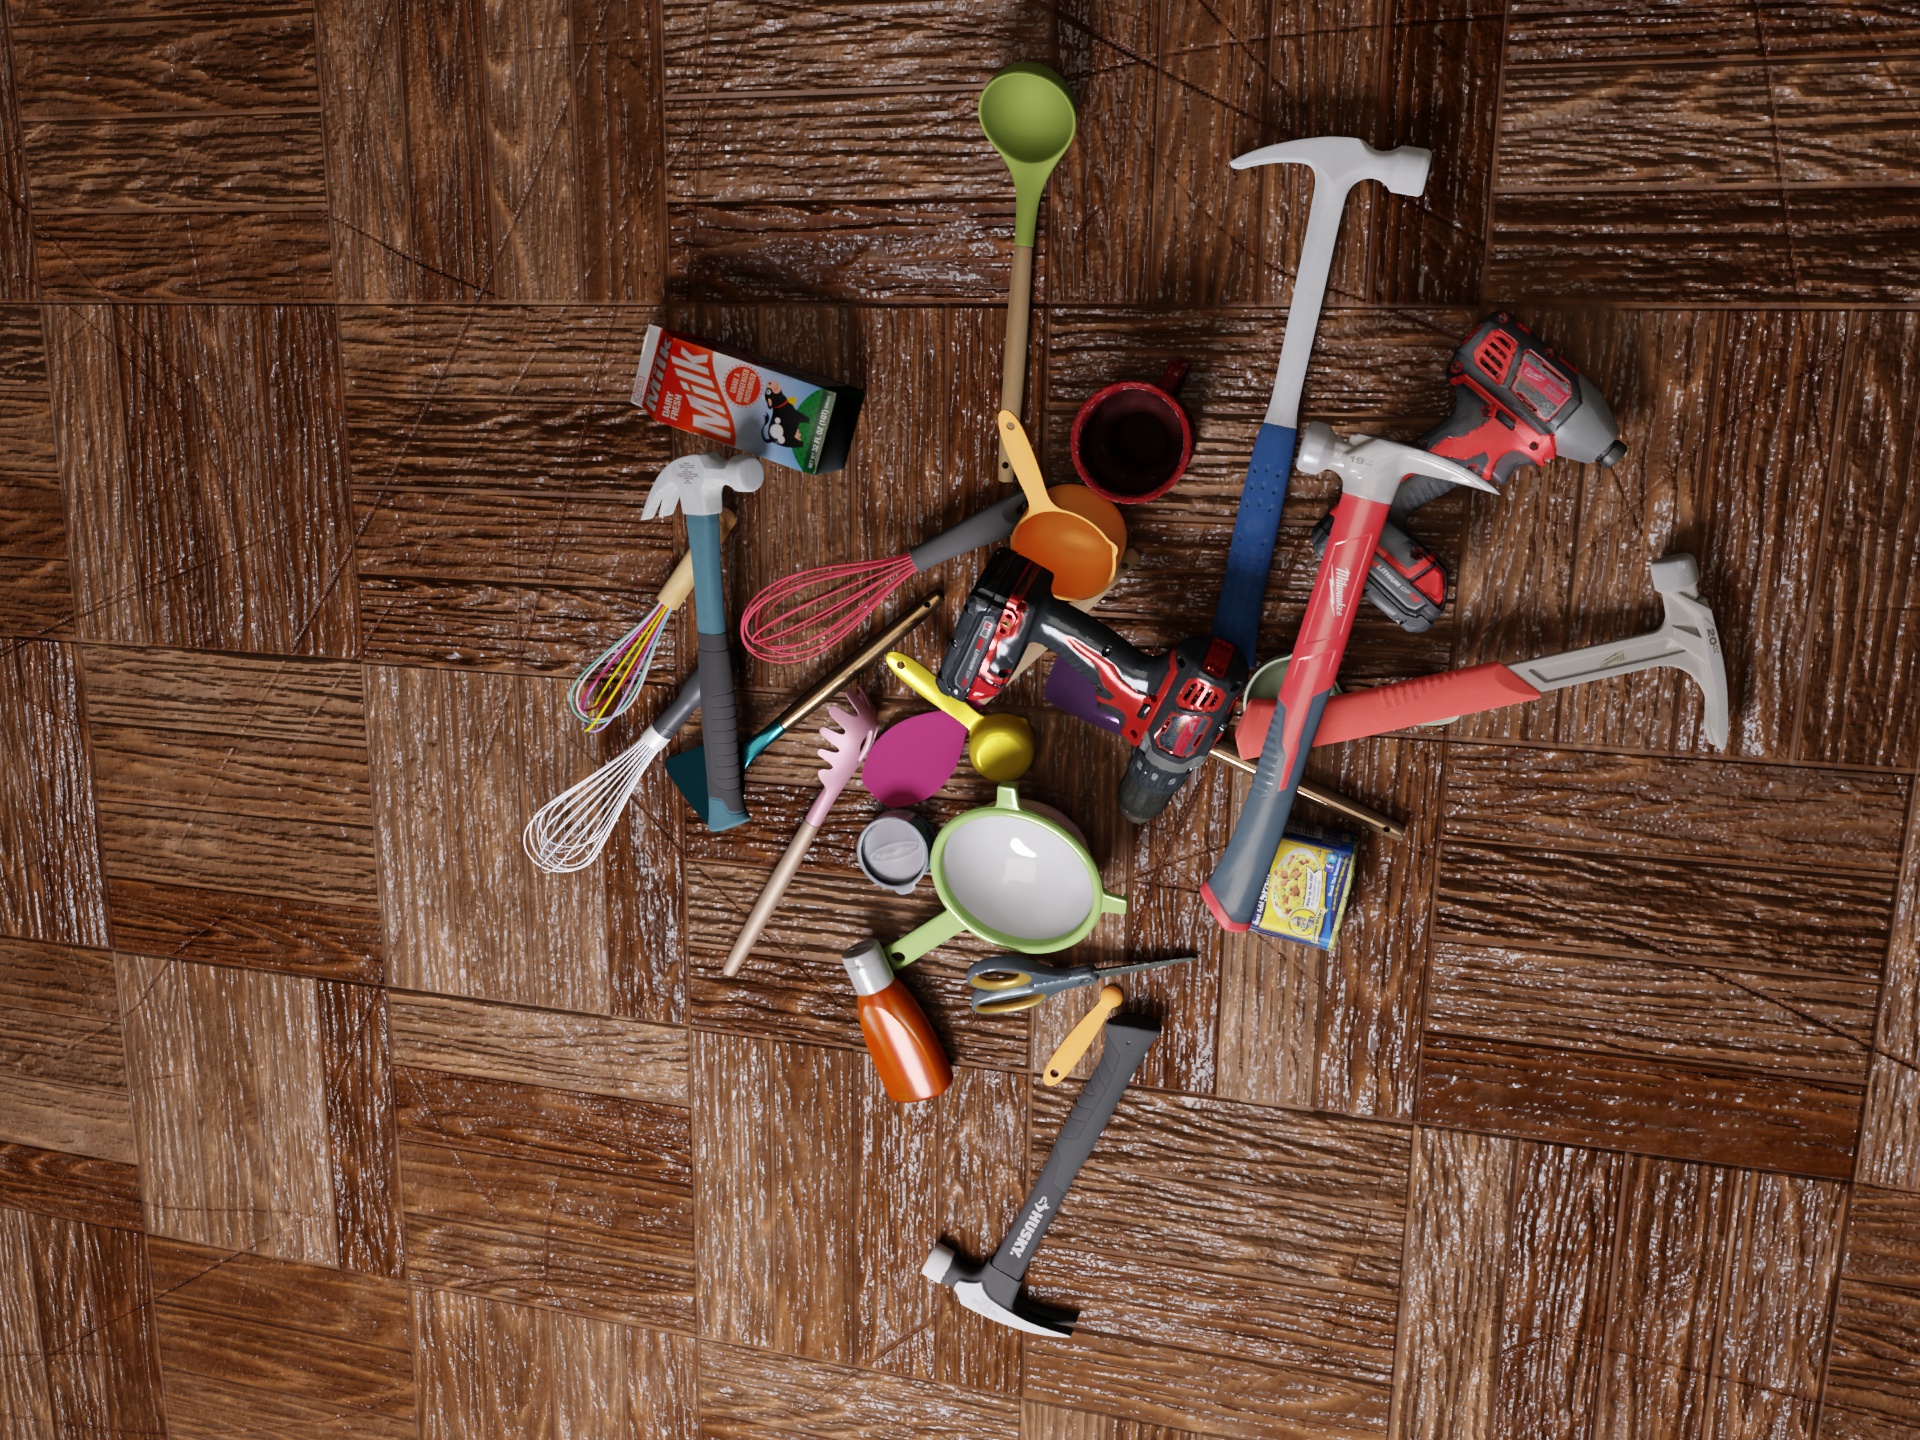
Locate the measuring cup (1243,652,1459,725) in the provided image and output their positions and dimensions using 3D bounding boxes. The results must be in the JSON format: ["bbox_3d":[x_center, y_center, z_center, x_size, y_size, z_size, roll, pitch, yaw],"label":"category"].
[{"bbox_3d":[0.309,-0.013,1.267,0.167,0.038,0.083,4,102,6],"label":"measuring cup"}]

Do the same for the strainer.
[{"bbox_3d":[0.022,0.144,1.376,0.151,0.069,0.256,45,128,-10],"label":"strainer"}]

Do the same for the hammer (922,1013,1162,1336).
[{"bbox_3d":[0.095,0.403,1.420,0.146,0.035,0.334,28,108,9],"label":"hammer"}]

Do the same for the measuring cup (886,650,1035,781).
[{"bbox_3d":[-0.002,-0.004,1.334,0.156,0.029,0.062,38,111,-16],"label":"measuring cup"}]

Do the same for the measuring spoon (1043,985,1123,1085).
[{"bbox_3d":[0.106,0.280,1.401,0.021,0.011,0.117,36,109,6],"label":"measuring spoon"}]

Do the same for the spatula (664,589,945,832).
[{"bbox_3d":[-0.135,-0.016,1.400,0.317,0.044,0.082,-38,89,15],"label":"spatula"}]

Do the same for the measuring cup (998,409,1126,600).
[{"bbox_3d":[0.073,-0.178,1.249,0.095,0.052,0.173,-6,125,31],"label":"measuring cup"}]

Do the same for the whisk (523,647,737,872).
[{"bbox_3d":[-0.295,0.037,1.443,0.070,0.070,0.284,45,105,3],"label":"whisk"}]

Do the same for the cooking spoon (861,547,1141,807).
[{"bbox_3d":[0.034,-0.035,1.348,0.068,0.017,0.319,45,111,-6],"label":"cooking spoon"}]

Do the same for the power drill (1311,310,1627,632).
[{"bbox_3d":[0.379,-0.178,1.188,0.143,0.078,0.219,41,107,4],"label":"power drill"}]

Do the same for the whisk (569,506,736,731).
[{"bbox_3d":[-0.274,-0.089,1.415,0.051,0.047,0.245,38,105,6],"label":"whisk"}]

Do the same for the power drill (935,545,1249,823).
[{"bbox_3d":[0.099,-0.021,1.277,0.226,0.080,0.187,25,133,3],"label":"power drill"}]

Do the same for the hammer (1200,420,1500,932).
[{"bbox_3d":[0.272,-0.017,1.186,0.143,0.038,0.386,17,105,9],"label":"hammer"}]

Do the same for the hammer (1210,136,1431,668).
[{"bbox_3d":[0.244,-0.241,1.232,0.144,0.035,0.405,13,106,13],"label":"hammer"}]

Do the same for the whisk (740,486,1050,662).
[{"bbox_3d":[-0.055,-0.126,1.336,0.296,0.073,0.073,-24,95,13],"label":"whisk"}]

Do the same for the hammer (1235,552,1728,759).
[{"bbox_3d":[0.391,-0.014,1.216,0.359,0.037,0.149,-13,98,10],"label":"hammer"}]

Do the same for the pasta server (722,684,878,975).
[{"bbox_3d":[-0.149,0.106,1.420,0.040,0.060,0.316,36,115,12],"label":"pasta server"}]

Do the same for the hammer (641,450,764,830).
[{"bbox_3d":[-0.209,-0.062,1.352,0.128,0.033,0.331,11,110,39],"label":"hammer"}]

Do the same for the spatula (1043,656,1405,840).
[{"bbox_3d":[0.217,0.024,1.308,0.316,0.018,0.059,26,109,10],"label":"spatula"}]

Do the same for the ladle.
[{"bbox_3d":[0.044,-0.347,1.256,0.078,0.062,0.320,9,107,17],"label":"ladle"}]
